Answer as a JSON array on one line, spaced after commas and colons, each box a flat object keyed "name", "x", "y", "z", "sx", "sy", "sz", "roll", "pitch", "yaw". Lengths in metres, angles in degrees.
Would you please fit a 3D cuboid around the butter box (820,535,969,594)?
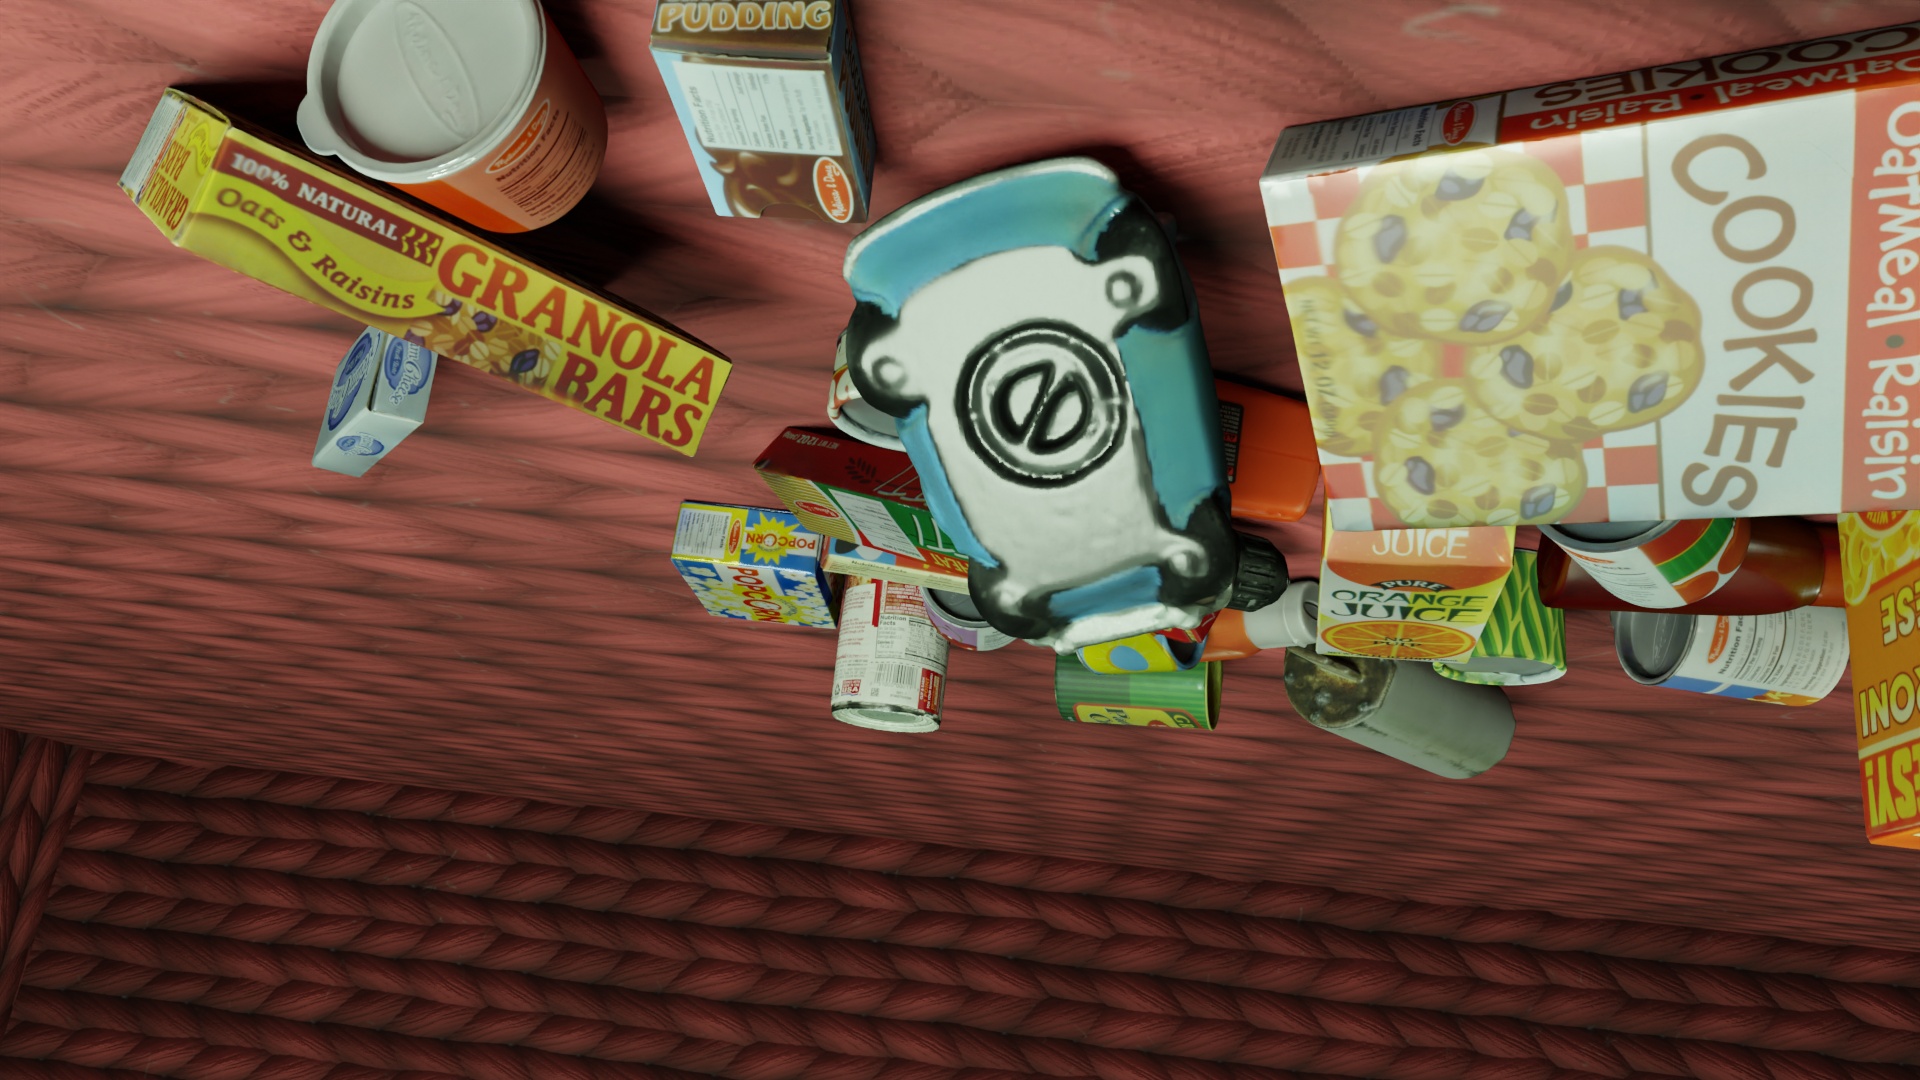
[{"name": "butter box", "x": -0.018, "y": -0.003, "z": 0.719, "sx": 0.103, "sy": 0.053, "sz": 0.024, "roll": 10, "pitch": 159, "yaw": -13}]

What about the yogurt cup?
[{"name": "yogurt cup", "x": -0.134, "y": -0.121, "z": 0.385, "sx": 0.072, "sy": 0.072, "sz": 0.054, "roll": 3, "pitch": 169, "yaw": 13}]

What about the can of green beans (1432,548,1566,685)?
[{"name": "can of green beans", "x": 0.284, "y": 0.041, "z": 0.735, "sx": 0.071, "sy": 0.058, "sz": 0.071, "roll": 6, "pitch": 162, "yaw": 2}]

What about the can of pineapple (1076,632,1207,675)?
[{"name": "can of pineapple", "x": 0.104, "y": 0.044, "z": 0.797, "sx": 0.058, "sy": 0.071, "sz": 0.071, "roll": -6, "pitch": 158, "yaw": 34}]

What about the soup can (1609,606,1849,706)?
[{"name": "soup can", "x": 0.386, "y": 0.045, "z": 0.700, "sx": 0.084, "sy": 0.071, "sz": 0.071, "roll": 9, "pitch": 162, "yaw": -7}]

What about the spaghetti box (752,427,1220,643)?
[{"name": "spaghetti box", "x": 0.002, "y": -0.007, "z": 0.592, "sx": 0.250, "sy": 0.029, "sz": 0.050, "roll": 15, "pitch": 151, "yaw": 46}]

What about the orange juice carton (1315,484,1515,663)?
[{"name": "orange juice carton", "x": 0.192, "y": -0.007, "z": 0.597, "sx": 0.072, "sy": 0.073, "sz": 0.192, "roll": 3, "pitch": 161, "yaw": 14}]

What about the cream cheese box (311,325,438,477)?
[{"name": "cream cheese box", "x": -0.259, "y": -0.066, "z": 0.615, "sx": 0.024, "sy": 0.053, "sz": 0.103, "roll": 17, "pitch": 160, "yaw": -33}]

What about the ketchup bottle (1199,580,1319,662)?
[{"name": "ketchup bottle", "x": 0.149, "y": 0.051, "z": 0.840, "sx": 0.148, "sy": 0.043, "sz": 0.064, "roll": -10, "pitch": 156, "yaw": 42}]

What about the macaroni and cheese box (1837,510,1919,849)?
[{"name": "macaroni and cheese box", "x": 0.325, "y": 0.007, "z": 0.434, "sx": 0.040, "sy": 0.167, "sz": 0.123, "roll": 6, "pitch": 162, "yaw": 7}]

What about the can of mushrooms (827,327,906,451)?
[{"name": "can of mushrooms", "x": -0.019, "y": -0.063, "z": 0.568, "sx": 0.071, "sy": 0.033, "sz": 0.071, "roll": 7, "pitch": 162, "yaw": 2}]

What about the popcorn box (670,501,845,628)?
[{"name": "popcorn box", "x": -0.119, "y": 0.017, "z": 0.843, "sx": 0.085, "sy": 0.038, "sz": 0.126, "roll": 6, "pitch": 162, "yaw": 3}]

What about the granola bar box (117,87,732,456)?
[{"name": "granola bar box", "x": -0.173, "y": -0.088, "z": 0.457, "sx": 0.165, "sy": 0.039, "sz": 0.124, "roll": 23, "pitch": -176, "yaw": -41}]

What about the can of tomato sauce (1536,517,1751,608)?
[{"name": "can of tomato sauce", "x": 0.271, "y": -0.016, "z": 0.553, "sx": 0.071, "sy": 0.071, "sz": 0.083, "roll": -8, "pitch": 157, "yaw": 39}]

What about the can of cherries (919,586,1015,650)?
[{"name": "can of cherries", "x": 0.009, "y": 0.021, "z": 0.771, "sx": 0.071, "sy": 0.071, "sz": 0.058, "roll": 6, "pitch": 163, "yaw": 4}]

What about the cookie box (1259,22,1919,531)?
[{"name": "cookie box", "x": 0.180, "y": -0.065, "z": 0.385, "sx": 0.167, "sy": 0.040, "sz": 0.122, "roll": -3, "pitch": 126, "yaw": 27}]

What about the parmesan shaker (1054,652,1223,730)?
[{"name": "parmesan shaker", "x": 0.122, "y": 0.093, "z": 0.946, "sx": 0.103, "sy": 0.071, "sz": 0.071, "roll": 1, "pitch": 161, "yaw": 19}]

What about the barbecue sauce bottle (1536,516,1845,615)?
[{"name": "barbecue sauce bottle", "x": 0.348, "y": 0.010, "z": 0.637, "sx": 0.148, "sy": 0.044, "sz": 0.064, "roll": 3, "pitch": 150, "yaw": 10}]

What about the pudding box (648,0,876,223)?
[{"name": "pudding box", "x": -0.054, "y": -0.124, "z": 0.395, "sx": 0.050, "sy": 0.030, "sz": 0.083, "roll": 4, "pitch": 162, "yaw": 5}]
